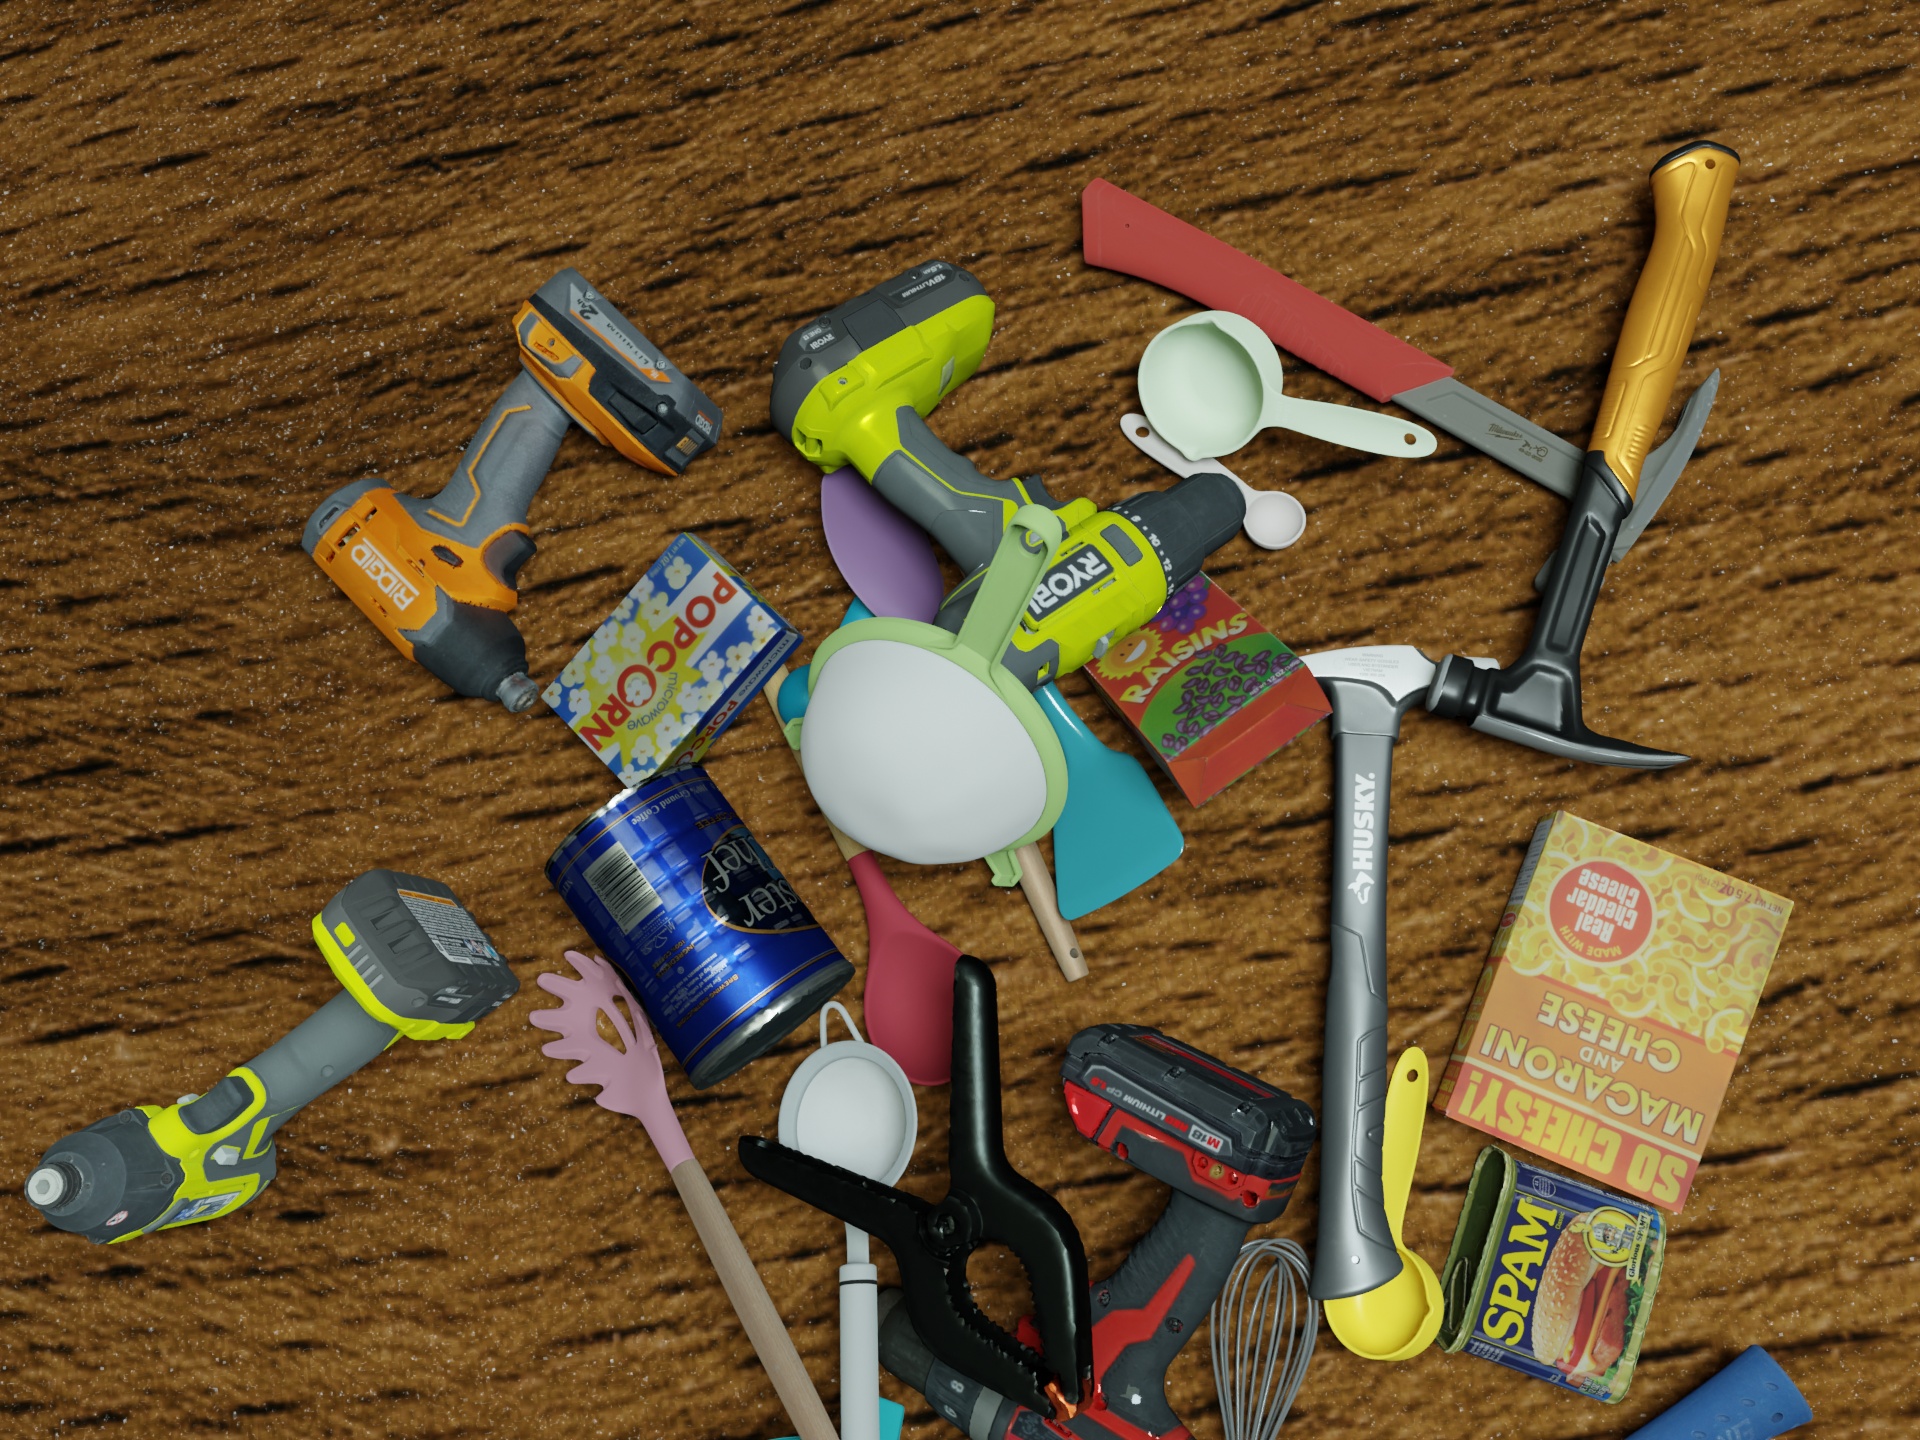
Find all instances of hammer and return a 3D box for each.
[{"bbox_3d":[0.222,0.424,0.759,0.405,0.035,0.144,-35,98,1],"label":"hammer"},{"bbox_3d":[0.199,0.123,0.819,0.146,0.035,0.335,4,75,7],"label":"hammer"},{"bbox_3d":[0.351,-0.143,0.825,0.127,0.034,0.337,18,83,9],"label":"hammer"},{"bbox_3d":[0.227,-0.212,0.885,0.359,0.036,0.149,32,86,10],"label":"hammer"}]

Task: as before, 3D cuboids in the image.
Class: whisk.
[{"bbox_3d":[0.140,0.378,0.795,0.055,0.055,0.239,8,86,8],"label":"whisk"}]

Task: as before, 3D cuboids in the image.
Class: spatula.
[{"bbox_3d":[0.025,-0.048,0.877,0.082,0.044,0.318,-34,75,28],"label":"spatula"},{"bbox_3d":[-0.001,-0.003,0.880,0.060,0.018,0.316,-20,81,-26],"label":"spatula"}]

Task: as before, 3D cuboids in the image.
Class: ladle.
[{"bbox_3d":[-0.069,0.052,0.881,0.069,0.031,0.315,-27,77,5],"label":"ladle"}]

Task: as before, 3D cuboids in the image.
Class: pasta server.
[{"bbox_3d":[-0.134,0.251,0.812,0.060,0.040,0.316,-41,61,10],"label":"pasta server"}]

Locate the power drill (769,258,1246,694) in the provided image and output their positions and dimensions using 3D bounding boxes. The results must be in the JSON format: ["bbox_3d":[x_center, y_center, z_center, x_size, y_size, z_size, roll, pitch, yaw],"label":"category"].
[{"bbox_3d":[0.024,-0.134,0.854,0.190,0.080,0.229,-34,74,-20],"label":"power drill"}]

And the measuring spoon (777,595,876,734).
[{"bbox_3d":[-0.061,-0.050,0.888,0.042,0.021,0.129,27,74,6],"label":"measuring spoon"}]

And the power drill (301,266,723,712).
[{"bbox_3d":[-0.244,-0.123,0.904,0.164,0.084,0.226,45,92,10],"label":"power drill"}]

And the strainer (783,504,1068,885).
[{"bbox_3d":[-0.012,-0.002,0.756,0.151,0.256,0.069,34,53,5],"label":"strainer"}]

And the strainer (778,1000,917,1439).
[{"bbox_3d":[-0.052,0.274,0.810,0.087,0.050,0.259,-16,61,26],"label":"strainer"}]

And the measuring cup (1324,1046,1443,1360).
[{"bbox_3d":[0.227,0.247,0.815,0.062,0.029,0.157,-4,62,43],"label":"measuring cup"}]

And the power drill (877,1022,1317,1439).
[{"bbox_3d":[0.059,0.266,0.787,0.188,0.080,0.227,22,91,31],"label":"power drill"}]

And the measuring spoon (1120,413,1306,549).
[{"bbox_3d":[0.140,-0.135,0.896,0.124,0.018,0.034,38,75,17],"label":"measuring spoon"}]

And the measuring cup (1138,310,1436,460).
[{"bbox_3d":[0.178,-0.172,0.853,0.168,0.038,0.083,20,128,24],"label":"measuring cup"}]

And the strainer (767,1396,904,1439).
[{"bbox_3d":[-0.047,0.516,0.744,0.211,0.095,0.341,-24,64,-13],"label":"strainer"}]

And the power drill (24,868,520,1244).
[{"bbox_3d":[-0.354,0.179,0.823,0.223,0.171,0.080,-40,79,-4],"label":"power drill"}]
